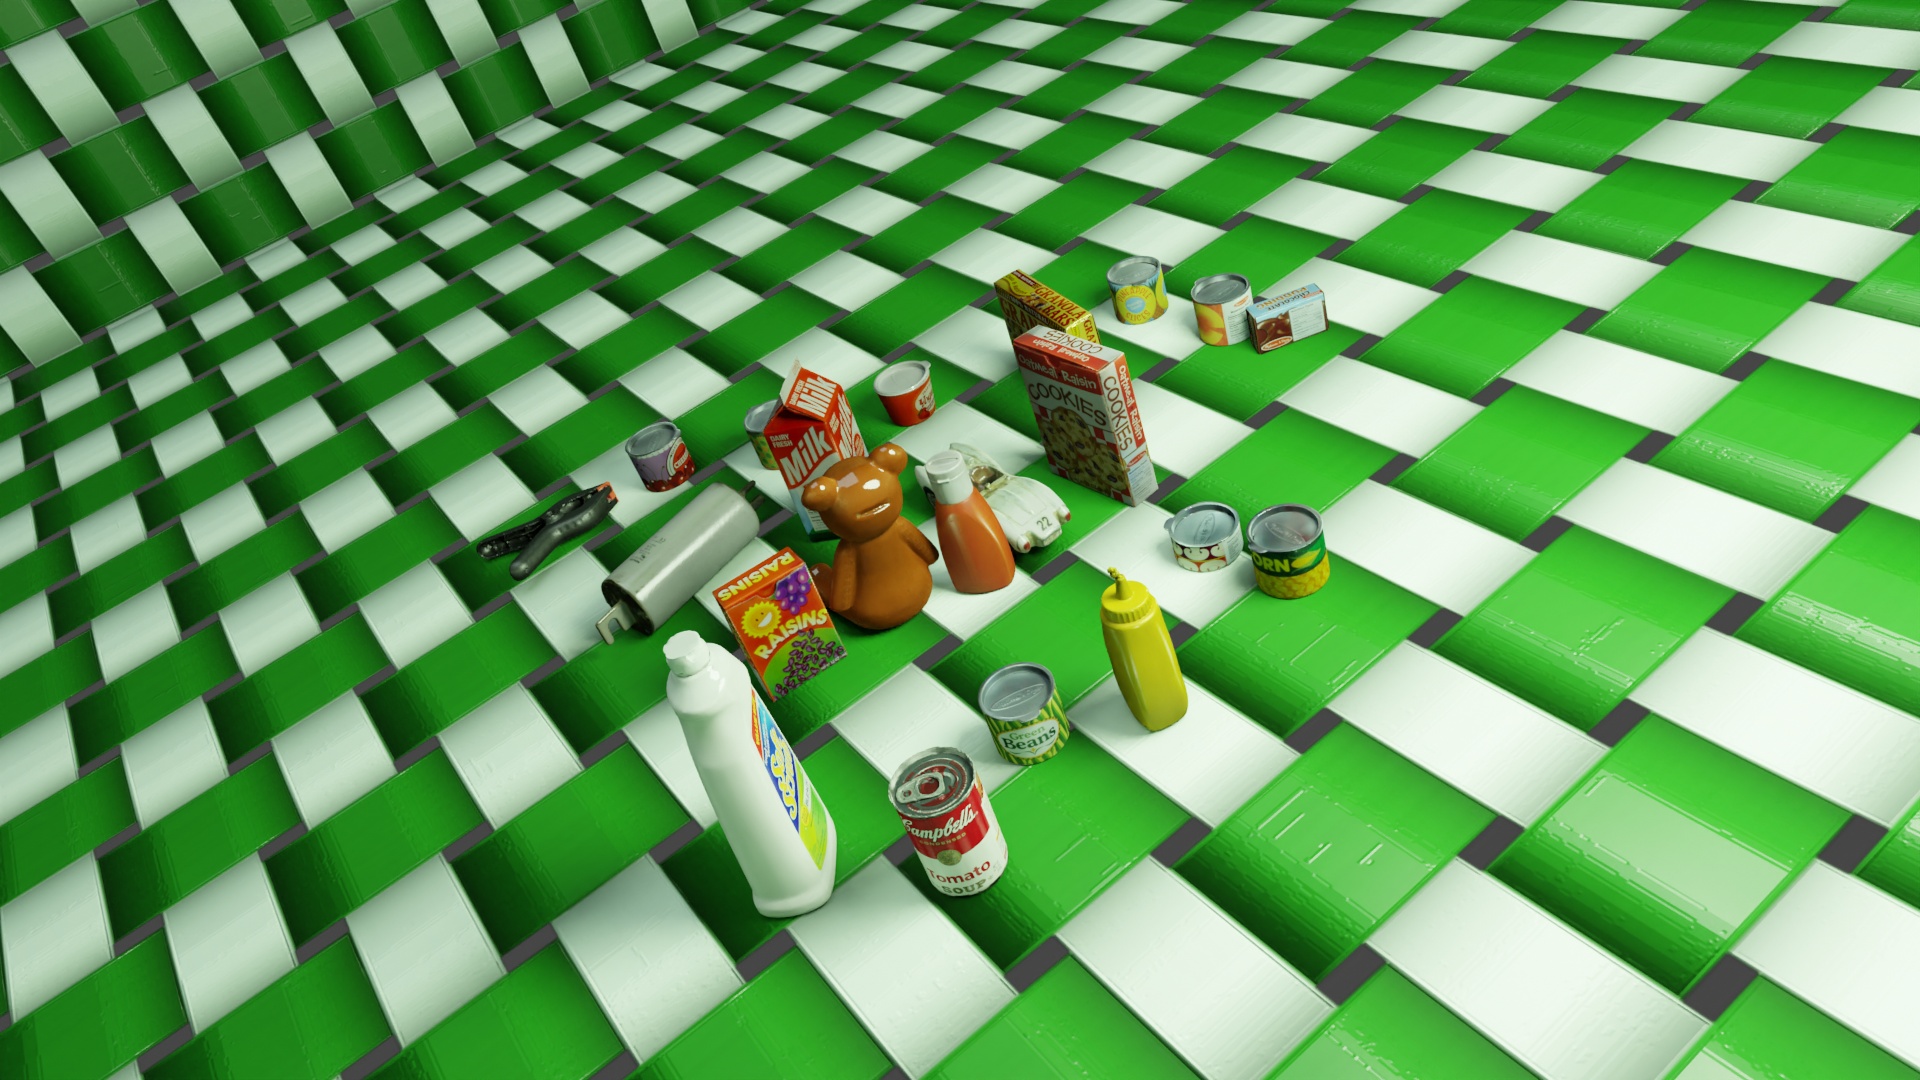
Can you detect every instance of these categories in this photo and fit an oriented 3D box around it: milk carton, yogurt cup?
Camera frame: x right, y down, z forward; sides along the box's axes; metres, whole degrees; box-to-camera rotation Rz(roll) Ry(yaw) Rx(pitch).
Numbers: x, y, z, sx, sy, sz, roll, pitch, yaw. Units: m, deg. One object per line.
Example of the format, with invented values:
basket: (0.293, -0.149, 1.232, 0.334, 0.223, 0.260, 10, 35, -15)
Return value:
milk carton: (-0.148, -0.096, 1.455, 0.073, 0.189, 0.073, -8, 38, 17)
yogurt cup: (-0.062, -0.170, 1.626, 0.072, 0.053, 0.073, -13, 37, 10)

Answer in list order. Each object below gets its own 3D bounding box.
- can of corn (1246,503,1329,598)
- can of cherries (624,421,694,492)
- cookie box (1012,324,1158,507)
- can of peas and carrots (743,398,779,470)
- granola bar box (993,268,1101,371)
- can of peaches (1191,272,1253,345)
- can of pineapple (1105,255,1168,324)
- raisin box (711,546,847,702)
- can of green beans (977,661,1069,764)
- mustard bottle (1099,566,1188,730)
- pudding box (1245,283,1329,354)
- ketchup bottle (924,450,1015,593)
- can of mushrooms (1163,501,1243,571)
can of corn: (0.289, 0.011, 1.229, 0.071, 0.058, 0.071, -13, 37, 10)
can of cherries: (-0.358, -0.100, 1.669, 0.071, 0.058, 0.072, -13, 37, 10)
cookie box: (0.124, -0.124, 1.386, 0.040, 0.166, 0.123, -38, 40, -23)
can of peas and carrots: (-0.216, -0.125, 1.636, 0.071, 0.058, 0.071, -13, 37, 10)
granola bar box: (0.105, -0.220, 1.554, 0.039, 0.123, 0.166, -29, 37, -12)
can of peaches: (0.298, -0.262, 1.575, 0.071, 0.057, 0.071, -13, 37, 10)
can of pineapple: (0.212, -0.298, 1.660, 0.071, 0.057, 0.071, -13, 37, 10)
raisin box: (-0.168, 0.079, 1.298, 0.086, 0.122, 0.040, -31, 38, -15)
can of green beans: (0.054, 0.146, 1.166, 0.071, 0.057, 0.071, -13, 37, 10)
mustard bottle: (0.144, 0.081, 1.120, 0.049, 0.159, 0.065, -26, 37, -8)
pudding box: (0.360, -0.245, 1.531, 0.084, 0.049, 0.030, -21, 36, -1)
ketchup bottle: (0.005, -0.017, 1.319, 0.064, 0.148, 0.044, -9, 38, 15)
can of mushrooms: (0.227, -0.004, 1.297, 0.071, 0.033, 0.071, -13, 37, 10)
